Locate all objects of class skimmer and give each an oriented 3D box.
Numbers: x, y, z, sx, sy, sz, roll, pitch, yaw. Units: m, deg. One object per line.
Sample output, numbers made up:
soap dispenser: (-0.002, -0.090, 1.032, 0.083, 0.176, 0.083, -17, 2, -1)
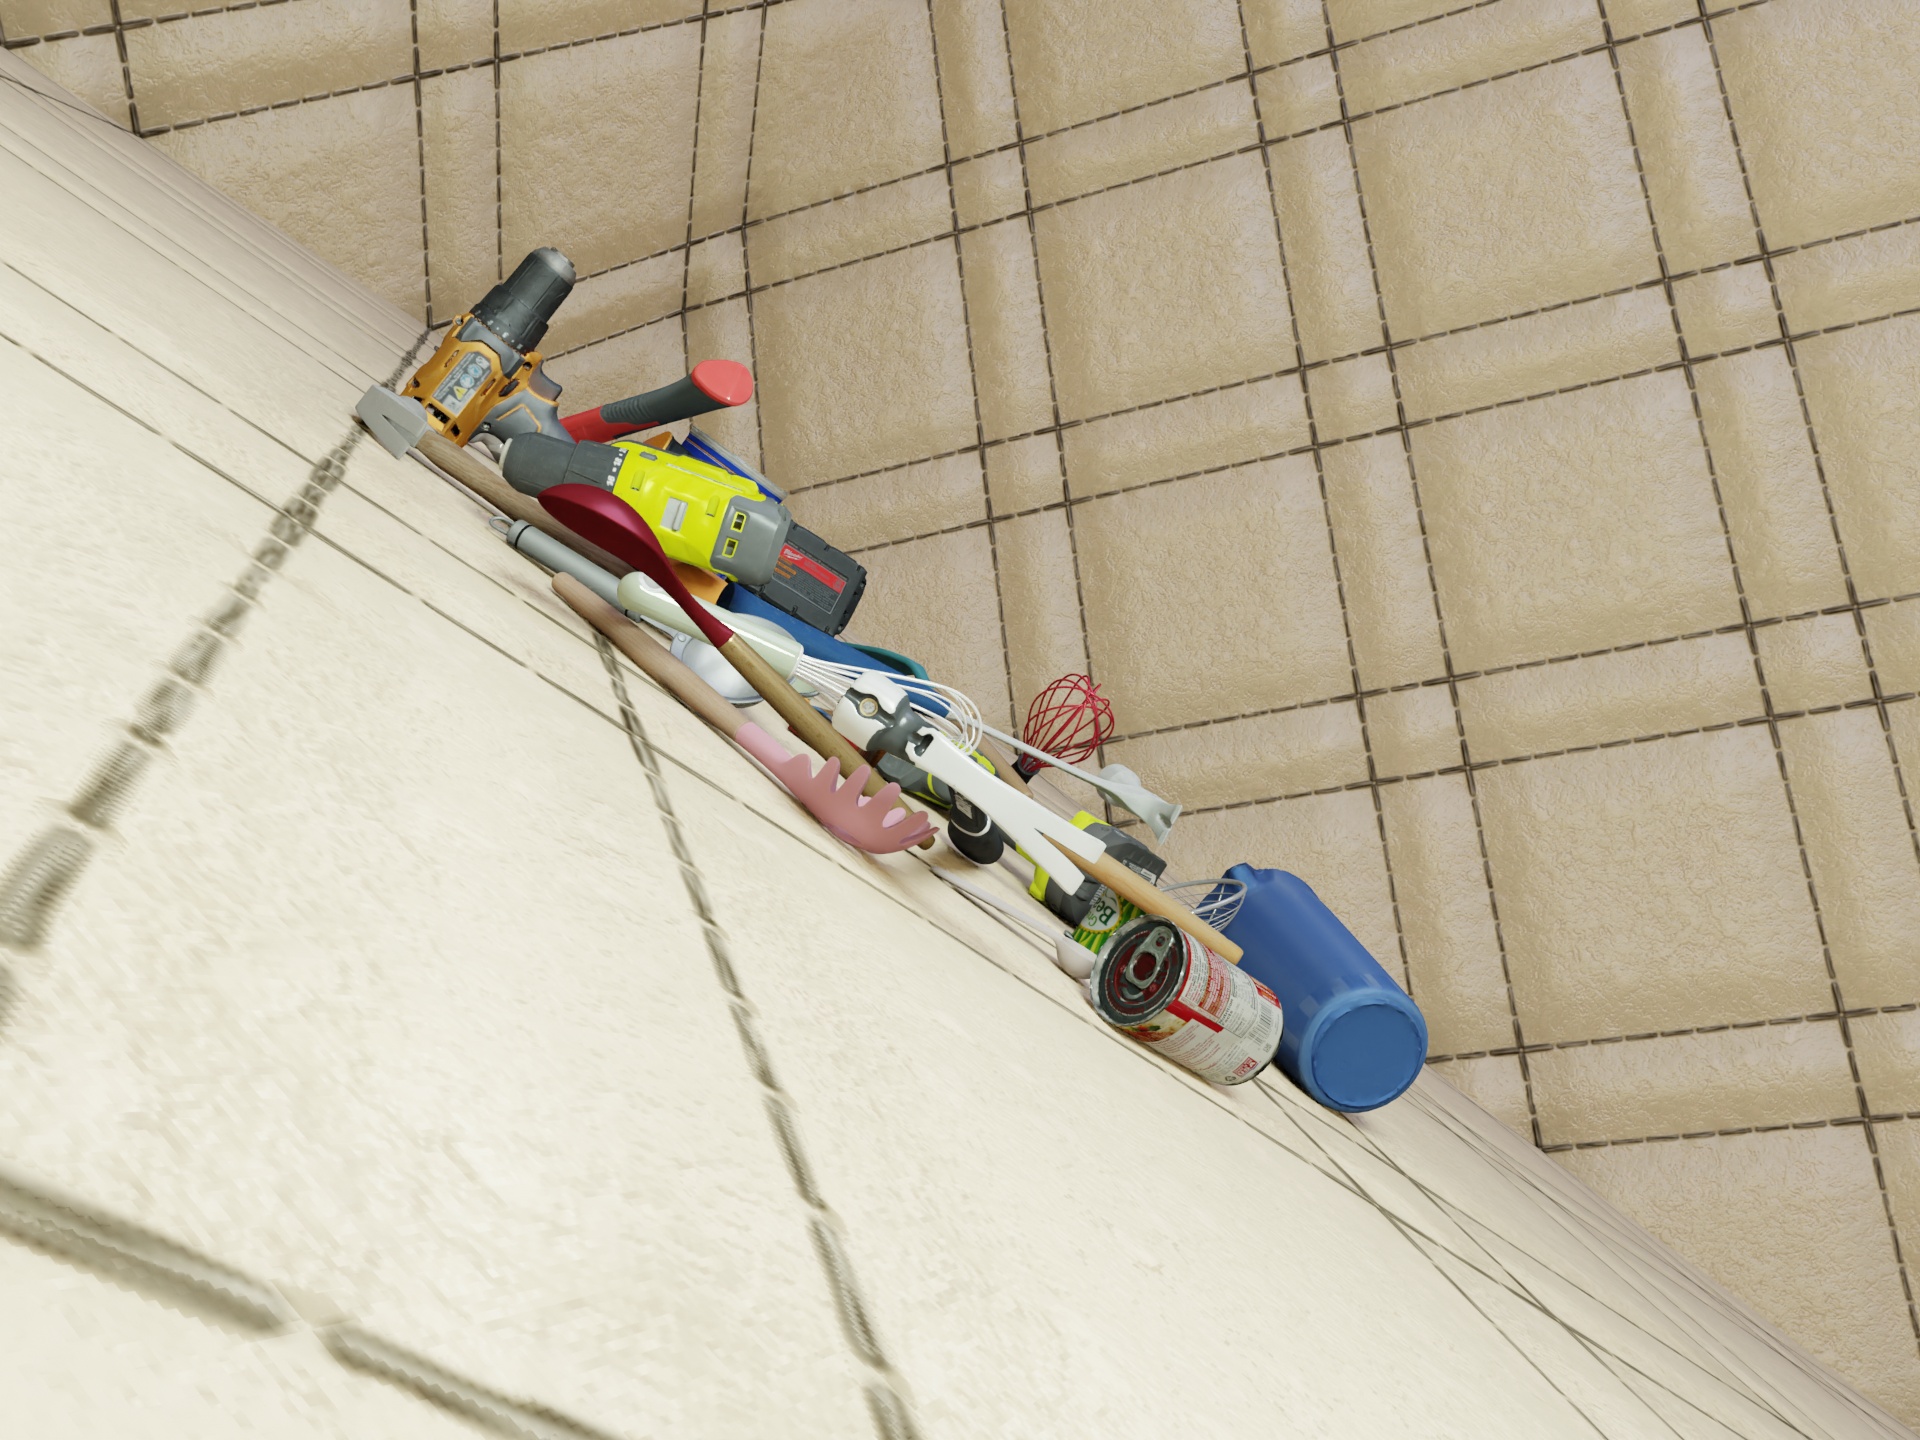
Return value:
skimmer: (0.084, 0.091, 1.405, 0.364, 0.090, 0.127, 35, 32, 28)

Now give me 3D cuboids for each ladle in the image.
ladle: (-0.120, -0.028, 0.927, 0.315, 0.031, 0.069, 46, -20, -22)

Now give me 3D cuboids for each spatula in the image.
spatula: (-0.020, -0.003, 1.509, 0.082, 0.044, 0.318, 34, 9, -42)

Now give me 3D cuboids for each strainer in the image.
strainer: (-0.203, -0.069, 1.043, 0.258, 0.050, 0.087, 31, 45, 9)

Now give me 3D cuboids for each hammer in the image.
hammer: (-0.002, -0.004, 1.226, 0.405, 0.035, 0.144, 25, 5, -23)
hammer: (-0.293, -0.135, 1.155, 0.331, 0.031, 0.130, 36, 2, -7)
hammer: (0.011, 0.059, 0.969, 0.149, 0.036, 0.408, 36, -6, 7)
hammer: (-0.299, -0.258, 1.419, 0.386, 0.038, 0.143, -1, -27, 46)

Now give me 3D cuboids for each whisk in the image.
whisk: (0.069, 0.032, 1.449, 0.073, 0.073, 0.295, 36, -28, -1)
whisk: (-0.096, -0.032, 0.981, 0.246, 0.059, 0.058, 25, 26, -17)

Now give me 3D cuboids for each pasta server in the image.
pasta server: (-0.137, -0.013, 0.921, 0.316, 0.040, 0.060, 36, -10, 30)

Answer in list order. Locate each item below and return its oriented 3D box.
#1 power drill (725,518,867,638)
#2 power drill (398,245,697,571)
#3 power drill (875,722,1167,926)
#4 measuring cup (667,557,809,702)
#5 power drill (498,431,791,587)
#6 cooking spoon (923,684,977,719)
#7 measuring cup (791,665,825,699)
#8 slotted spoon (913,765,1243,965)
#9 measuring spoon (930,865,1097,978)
power drill: (-0.211, -0.145, 1.560, 0.187, 0.080, 0.227, 32, -14, -25)
power drill: (-0.308, -0.243, 1.263, 0.226, 0.185, 0.084, 38, 1, -22)
power drill: (0.050, 0.082, 1.293, 0.223, 0.080, 0.171, 34, 2, 31)
measuring cup: (-0.182, -0.076, 1.306, 0.173, 0.052, 0.095, 33, 3, -23)
power drill: (-0.220, -0.157, 1.138, 0.190, 0.080, 0.228, 18, 6, -9)
cooking spoon: (-0.119, -0.059, 1.494, 0.319, 0.017, 0.068, 23, -20, 25)
measuring cup: (-0.183, -0.077, 1.479, 0.168, 0.038, 0.083, 40, 4, 42)
slotted spoon: (0.061, 0.077, 1.109, 0.314, 0.031, 0.070, 34, -7, 17)
measuring spoon: (0.033, 0.126, 0.976, 0.124, 0.018, 0.034, 30, 3, 7)
